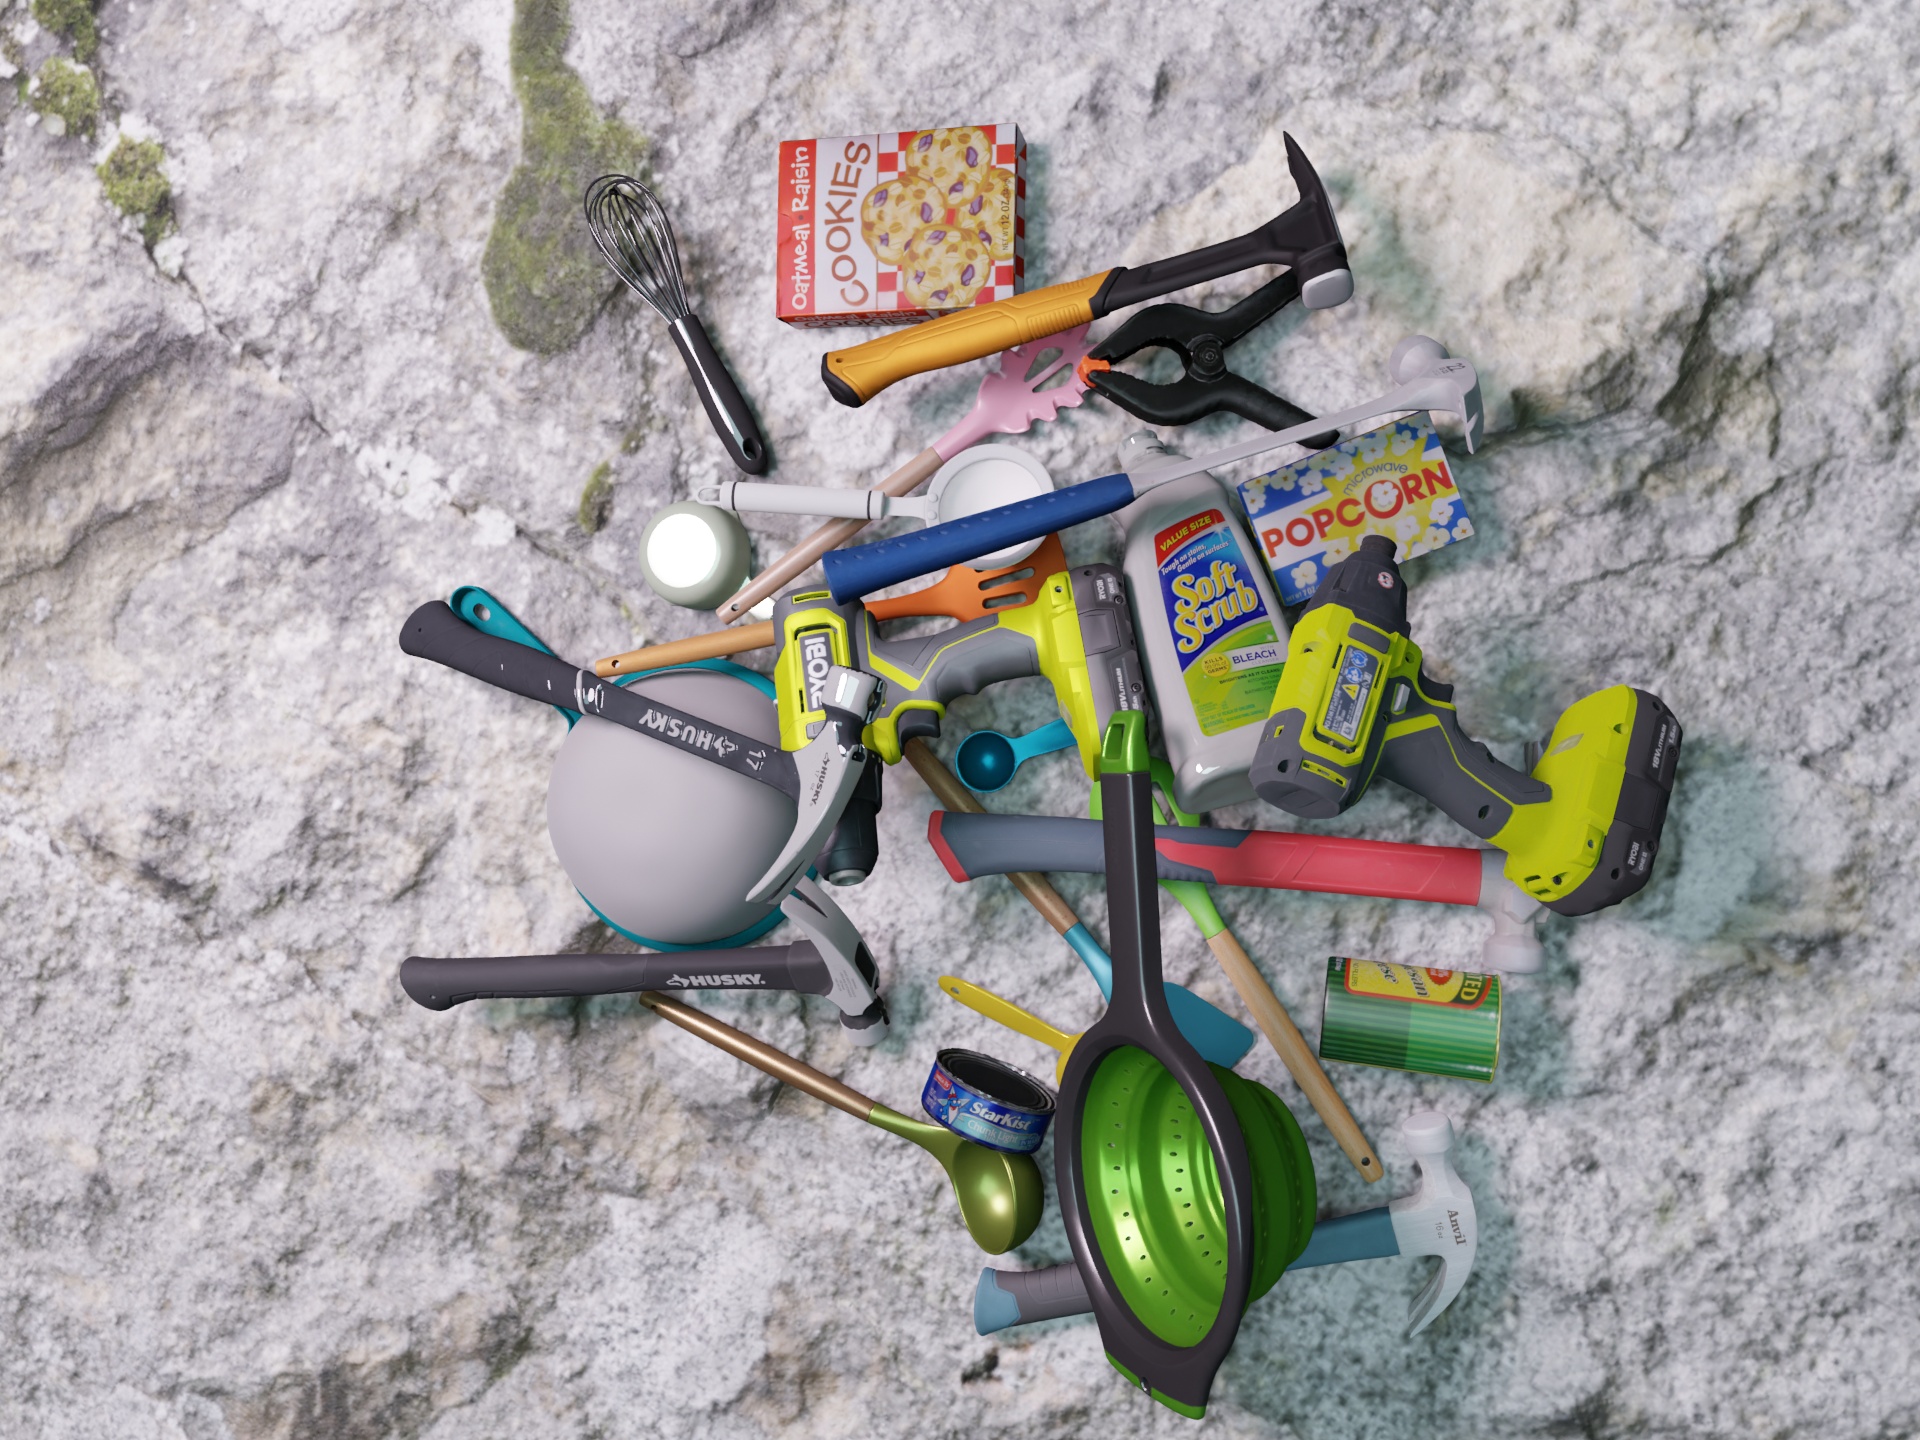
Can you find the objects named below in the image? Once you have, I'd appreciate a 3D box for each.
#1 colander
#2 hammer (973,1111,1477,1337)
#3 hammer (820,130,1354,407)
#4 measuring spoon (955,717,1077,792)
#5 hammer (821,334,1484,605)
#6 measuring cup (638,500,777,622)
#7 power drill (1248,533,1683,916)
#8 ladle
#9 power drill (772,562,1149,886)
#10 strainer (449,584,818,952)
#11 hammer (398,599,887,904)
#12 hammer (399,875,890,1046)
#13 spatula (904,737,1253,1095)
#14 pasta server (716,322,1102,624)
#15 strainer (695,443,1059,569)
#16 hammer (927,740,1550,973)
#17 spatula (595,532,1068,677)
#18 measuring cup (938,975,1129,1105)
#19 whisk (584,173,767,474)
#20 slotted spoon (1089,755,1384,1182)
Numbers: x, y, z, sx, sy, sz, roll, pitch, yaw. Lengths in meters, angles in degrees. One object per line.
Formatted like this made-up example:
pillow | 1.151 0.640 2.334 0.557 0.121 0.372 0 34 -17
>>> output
colander | 0.138 0.191 0.935 0.094 0.204 0.397 -3 90 -25
hammer | 0.162 0.344 1.015 0.331 0.033 0.128 -16 94 15
hammer | 0.070 -0.272 1.014 0.337 0.034 0.127 -15 59 11
measuring spoon | 0.059 0.014 1.068 0.128 0.021 0.042 -20 81 3
hammer | 0.113 -0.143 0.956 0.405 0.144 0.035 -17 115 5
measuring cup | -0.155 -0.089 1.105 0.168 0.038 0.083 39 97 13
power drill | 0.291 0.004 0.914 0.223 0.080 0.171 25 71 -8
ladle | -0.088 0.259 1.072 0.320 0.062 0.078 23 119 16
power drill | -0.002 -0.003 0.994 0.228 0.080 0.191 -10 67 2
strainer | -0.247 0.017 1.095 0.340 0.095 0.211 41 97 10
hammer | -0.230 -0.008 1.030 0.409 0.036 0.149 18 90 33
hammer | -0.223 0.166 1.069 0.335 0.035 0.146 -4 131 14
spatula | 0.058 0.120 1.059 0.082 0.044 0.318 -44 75 10
pasta server | -0.037 -0.162 1.068 0.316 0.040 0.060 -36 97 4
strainer | -0.047 -0.141 1.041 0.258 0.050 0.087 4 77 5
hammer | 0.173 0.071 1.000 0.386 0.038 0.143 4 87 6
spatula | -0.088 -0.069 1.069 0.322 0.041 0.081 -12 84 -2
measuring cup | 0.046 0.212 1.045 0.156 0.029 0.062 25 131 19
whisk | -0.197 -0.278 1.119 0.055 0.055 0.239 -29 86 11
slotted spoon | 0.182 0.158 1.027 0.070 0.031 0.314 -33 83 4
